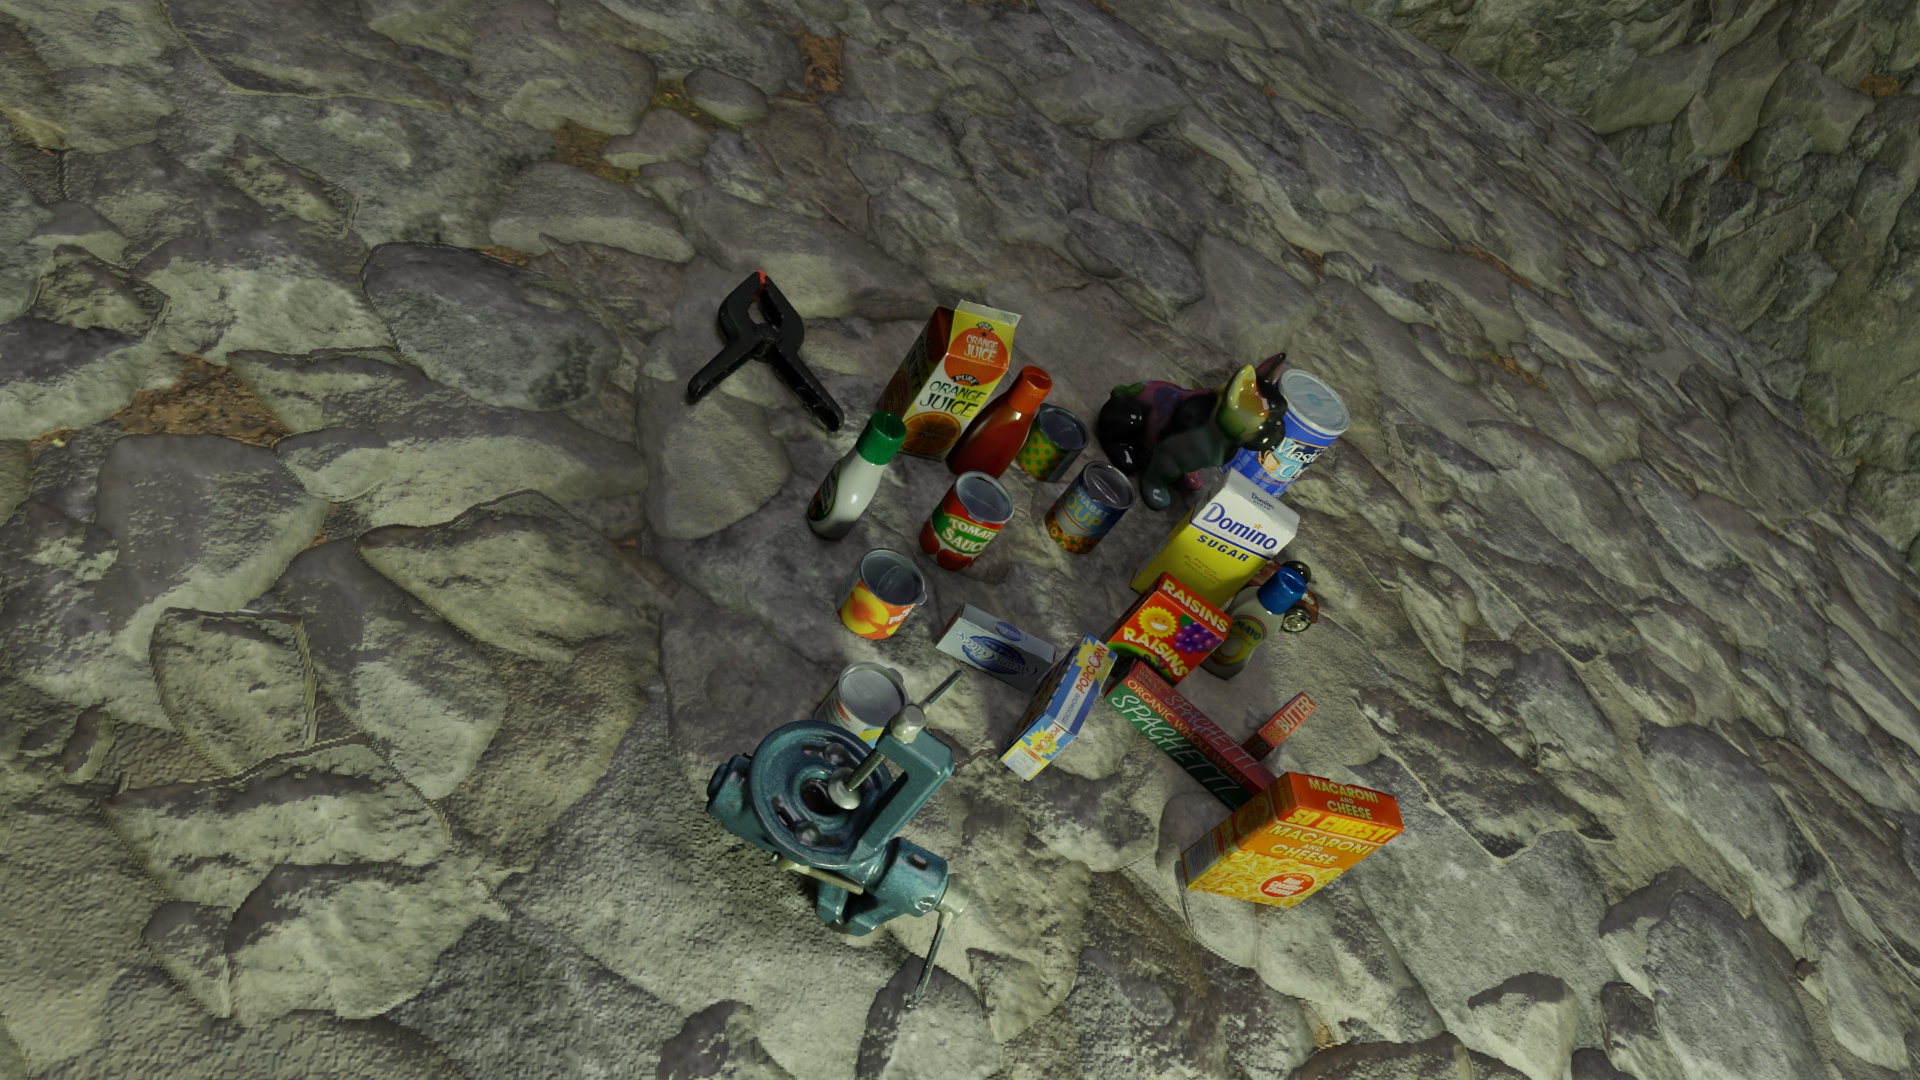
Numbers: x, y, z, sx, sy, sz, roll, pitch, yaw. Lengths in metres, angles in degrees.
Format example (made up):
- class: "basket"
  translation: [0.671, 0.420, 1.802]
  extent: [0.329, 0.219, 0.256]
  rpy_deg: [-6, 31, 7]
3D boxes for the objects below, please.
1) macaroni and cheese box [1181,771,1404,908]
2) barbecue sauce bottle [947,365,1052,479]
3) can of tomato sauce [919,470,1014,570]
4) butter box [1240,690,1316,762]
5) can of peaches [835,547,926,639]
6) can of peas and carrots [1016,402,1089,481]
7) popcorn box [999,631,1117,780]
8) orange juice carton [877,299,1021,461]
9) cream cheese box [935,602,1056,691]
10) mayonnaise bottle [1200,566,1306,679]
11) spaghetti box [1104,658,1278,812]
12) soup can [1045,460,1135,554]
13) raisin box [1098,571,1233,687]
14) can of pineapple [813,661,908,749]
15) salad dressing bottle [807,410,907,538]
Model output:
- class: "macaroni and cheese box"
  translation: [0.300, 0.275, 1.268]
  extent: [0.124, 0.165, 0.040]
  rpy_deg: [16, 45, -23]
- class: "barbecue sauce bottle"
  translation: [0.046, -0.122, 1.470]
  extent: [0.065, 0.147, 0.044]
  rpy_deg: [10, 48, -28]
- class: "can of tomato sauce"
  translation: [0.005, -0.017, 1.395]
  extent: [0.071, 0.082, 0.071]
  rpy_deg: [19, 44, -20]
- class: "butter box"
  translation: [0.325, 0.198, 1.442]
  extent: [0.024, 0.053, 0.104]
  rpy_deg: [48, 42, 12]
- class: "can of peaches"
  translation: [-0.074, 0.052, 1.296]
  extent: [0.071, 0.057, 0.071]
  rpy_deg: [19, 44, -20]
- class: "can of peas and carrots"
  translation: [0.100, -0.110, 1.565]
  extent: [0.071, 0.058, 0.071]
  rpy_deg: [19, 44, -20]
- class: "popcorn box"
  translation: [0.092, 0.154, 1.296]
  extent: [0.038, 0.084, 0.127]
  rpy_deg: [37, 41, -1]
- class: "orange juice carton"
  translation: [-0.012, -0.174, 1.444]
  extent: [0.072, 0.191, 0.073]
  rpy_deg: [12, 47, -27]
- class: "cream cheese box"
  translation: [0.034, 0.102, 1.327]
  extent: [0.104, 0.053, 0.024]
  rpy_deg: [27, 42, -12]
- class: "mayonnaise bottle"
  translation: [0.304, 0.084, 1.460]
  extent: [0.065, 0.147, 0.041]
  rpy_deg: [35, 41, -3]
- class: "spaghetti box"
  translation: [0.252, 0.217, 1.376]
  extent: [0.250, 0.050, 0.029]
  rpy_deg: [41, 41, 4]
- class: "soup can"
  translation: [0.138, -0.034, 1.502]
  extent: [0.071, 0.083, 0.072]
  rpy_deg: [19, 44, -20]
- class: "raisin box"
  translation: [0.201, 0.099, 1.394]
  extent: [0.086, 0.122, 0.040]
  rpy_deg: [36, 41, -1]
- class: "can of pineapple"
  translation: [-0.085, 0.147, 1.201]
  extent: [0.071, 0.057, 0.071]
  rpy_deg: [19, 44, -20]
- class: "salad dressing bottle"
  translation: [-0.098, -0.062, 1.316]
  extent: [0.044, 0.147, 0.064]
  rpy_deg: [17, 45, -22]
